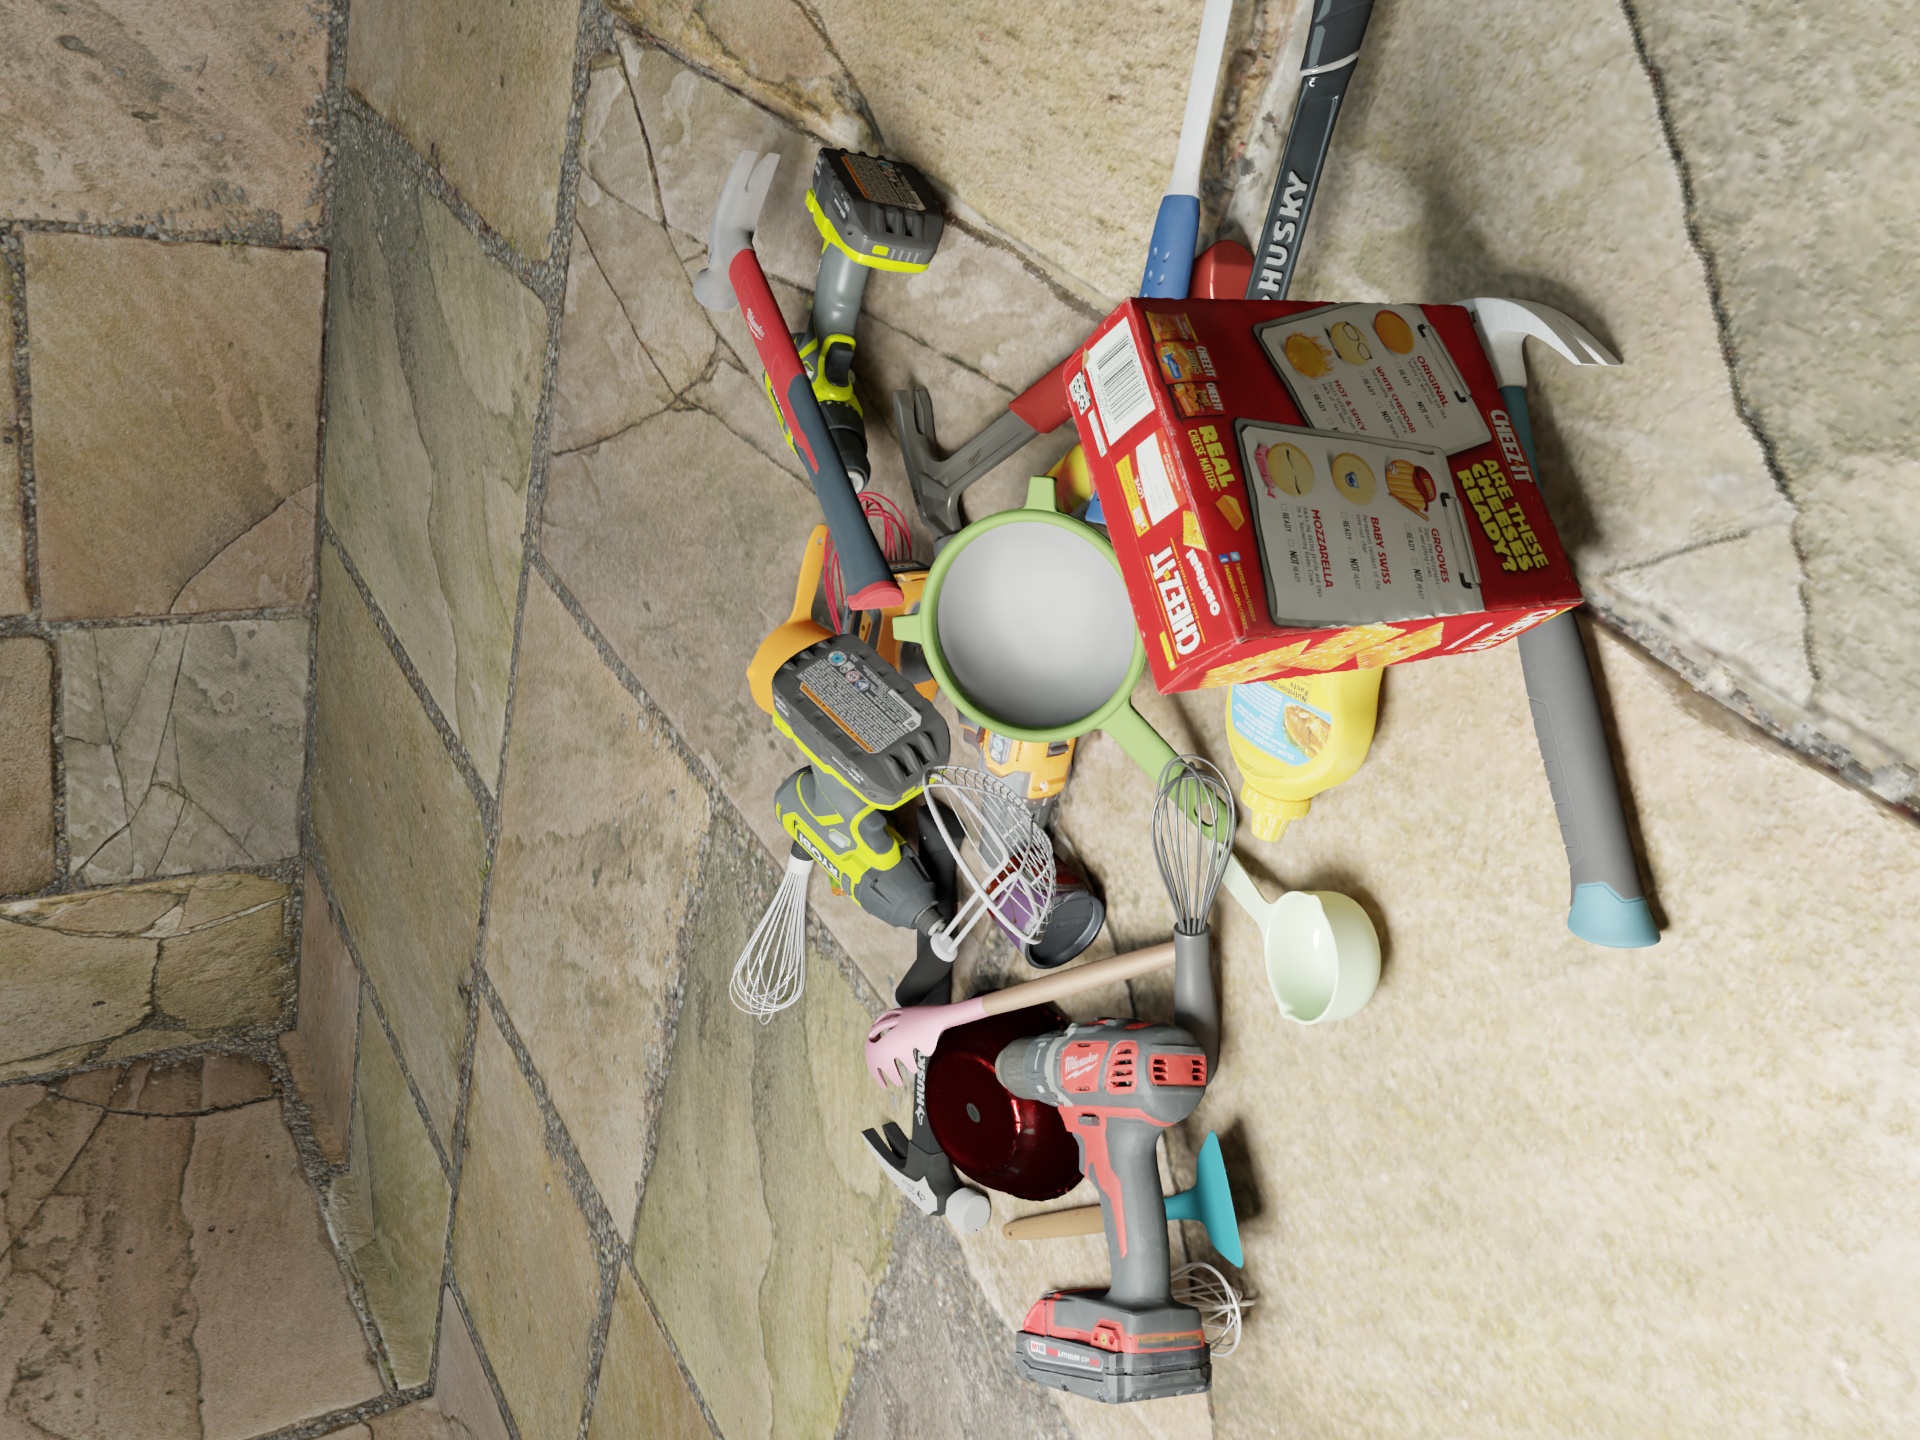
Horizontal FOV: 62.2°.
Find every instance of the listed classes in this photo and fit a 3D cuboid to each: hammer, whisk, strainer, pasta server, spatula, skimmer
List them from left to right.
[{"bbox_3d":[-0.152,0.156,1.445,0.070,0.070,0.284,42,124,44],"label":"whisk"},{"bbox_3d":[-0.115,-0.246,1.173,0.143,0.038,0.387,-57,47,46],"label":"hammer"},{"bbox_3d":[-0.081,-0.046,1.304,0.073,0.073,0.295,36,130,47],"label":"whisk"},{"bbox_3d":[-0.026,0.233,1.288,0.146,0.035,0.334,17,109,52],"label":"hammer"},{"bbox_3d":[-0.019,0.145,1.099,0.127,0.090,0.363,59,151,18],"label":"skimmer"},{"bbox_3d":[0.045,0.198,1.117,0.316,0.040,0.060,-23,31,35],"label":"pasta server"},{"bbox_3d":[0.065,-0.230,1.079,0.359,0.036,0.149,-28,73,54],"label":"hammer"},{"bbox_3d":[0.090,-0.027,1.022,0.256,0.069,0.151,47,115,2],"label":"strainer"},{"bbox_3d":[0.106,0.345,1.109,0.317,0.044,0.082,-35,61,53],"label":"spatula"},{"bbox_3d":[0.119,0.405,1.098,0.246,0.057,0.059,-33,67,57],"label":"whisk"},{"bbox_3d":[0.132,-0.312,0.914,0.144,0.035,0.405,23,105,54],"label":"hammer"},{"bbox_3d":[0.148,0.131,0.992,0.055,0.055,0.238,27,130,50],"label":"whisk"},{"bbox_3d":[0.184,-0.327,0.842,0.036,0.149,0.408,-67,-10,-74],"label":"hammer"},{"bbox_3d":[0.289,-0.051,0.789,0.128,0.033,0.331,-20,79,56],"label":"hammer"}]

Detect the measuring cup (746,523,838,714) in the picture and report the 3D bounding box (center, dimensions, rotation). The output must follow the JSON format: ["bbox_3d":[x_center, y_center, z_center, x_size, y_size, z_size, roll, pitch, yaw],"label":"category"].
[{"bbox_3d":[-0.119,-0.075,1.328,0.052,0.095,0.173,31,117,39],"label":"measuring cup"}]

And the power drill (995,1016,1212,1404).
[{"bbox_3d":[0.084,0.308,1.031,0.188,0.080,0.227,-18,68,56],"label":"power drill"}]

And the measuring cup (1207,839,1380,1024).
[{"bbox_3d":[0.198,0.116,0.956,0.168,0.038,0.083,-123,38,-58],"label":"measuring cup"}]

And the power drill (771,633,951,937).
[{"bbox_3d":[-0.070,0.057,1.174,0.171,0.080,0.223,42,152,24],"label":"power drill"}]

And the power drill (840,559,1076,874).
[{"bbox_3d":[-0.002,-0.004,1.180,0.226,0.084,0.185,35,125,42],"label":"power drill"}]

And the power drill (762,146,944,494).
[{"bbox_3d":[-0.088,-0.302,1.230,0.191,0.080,0.228,-114,35,-45],"label":"power drill"}]
